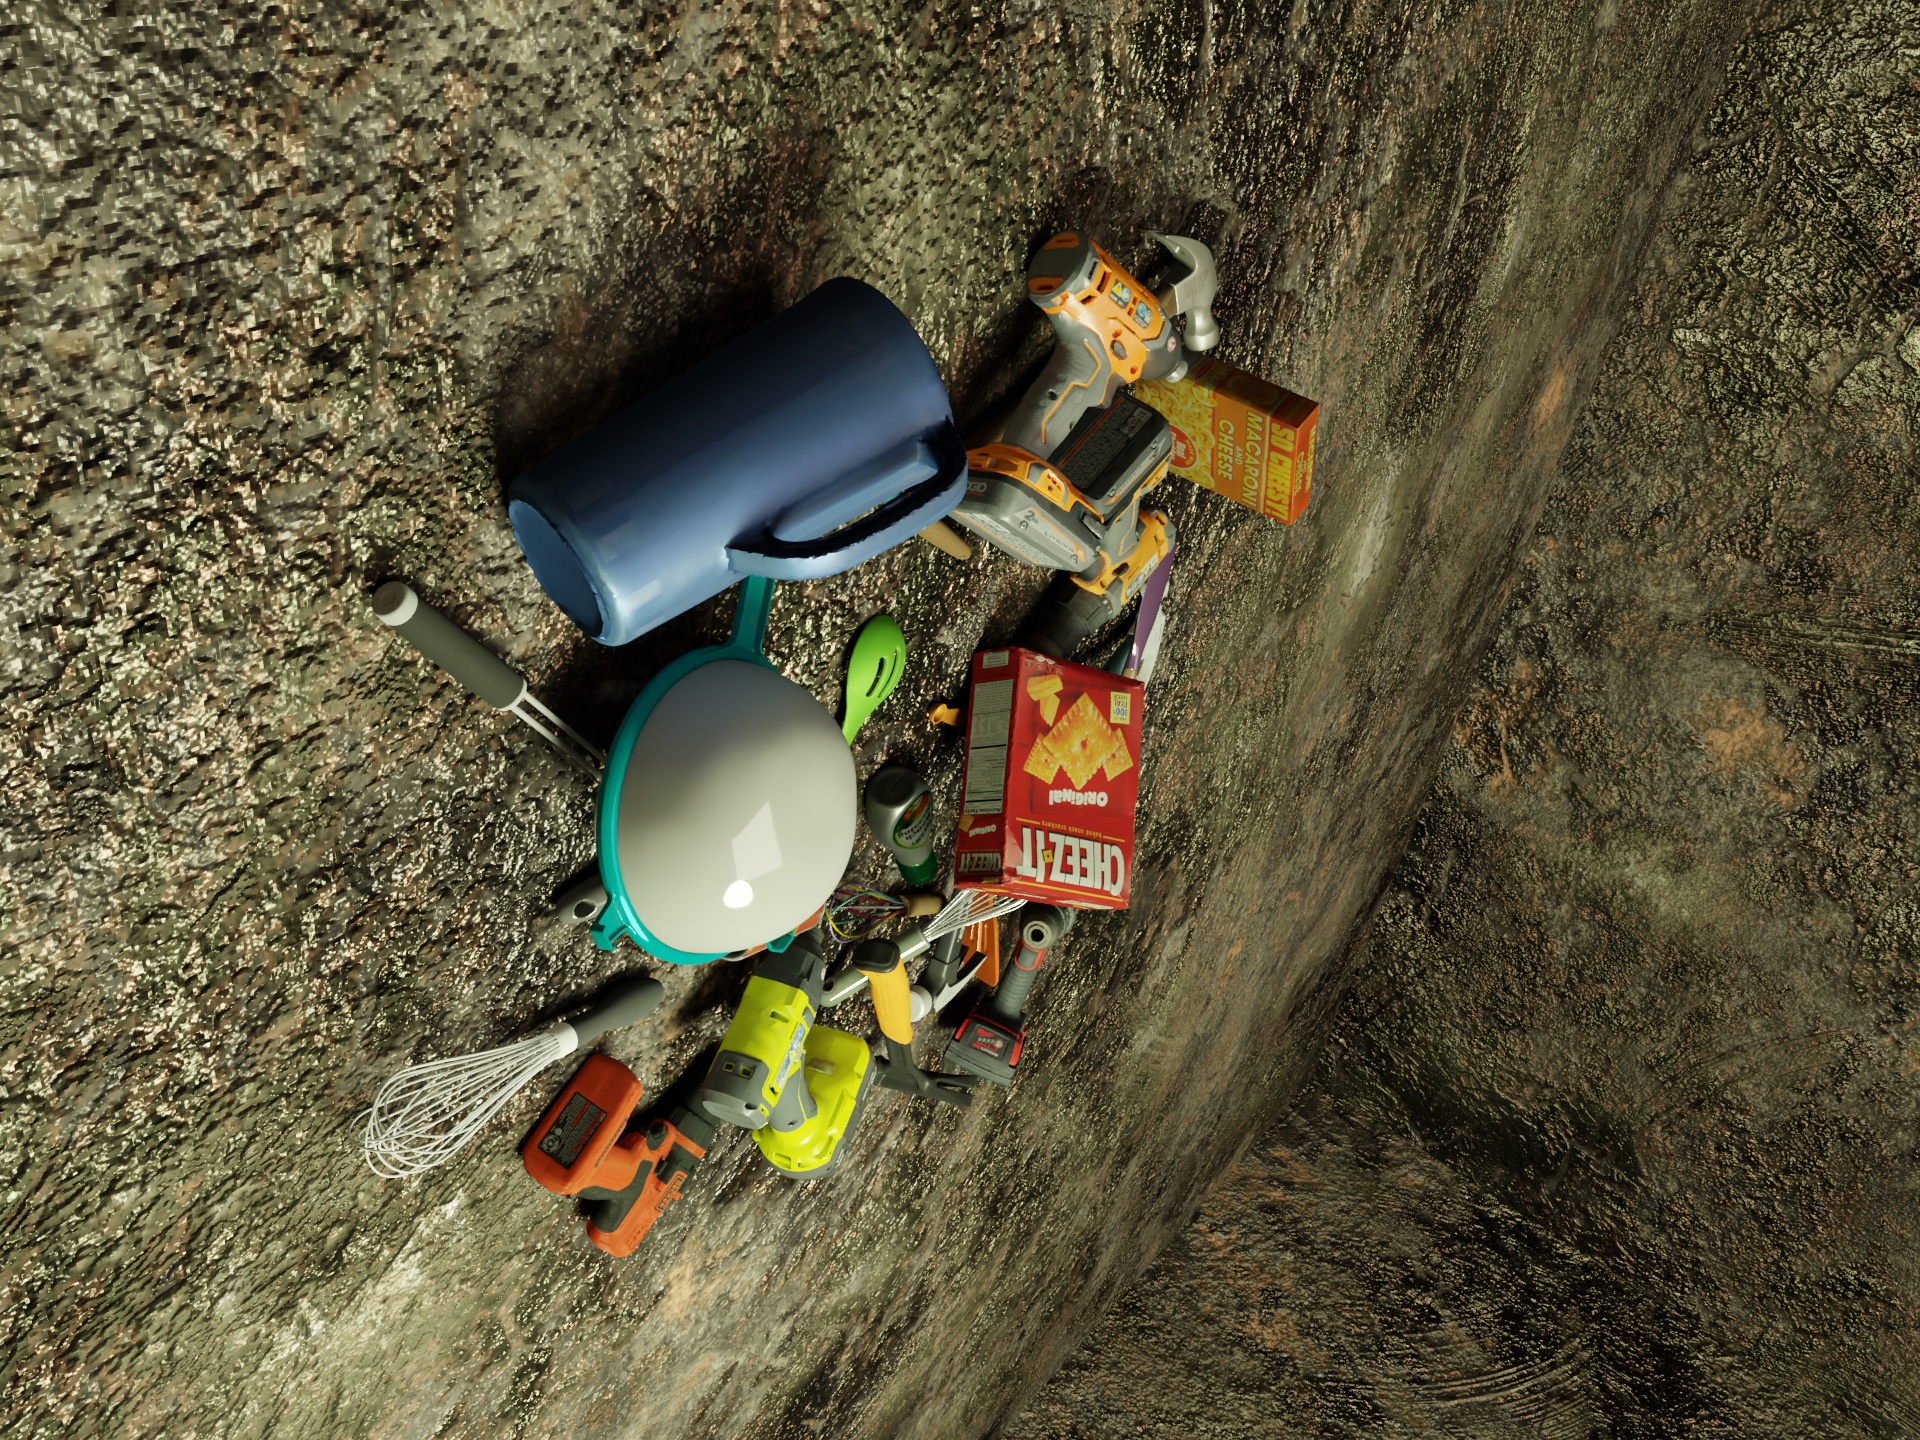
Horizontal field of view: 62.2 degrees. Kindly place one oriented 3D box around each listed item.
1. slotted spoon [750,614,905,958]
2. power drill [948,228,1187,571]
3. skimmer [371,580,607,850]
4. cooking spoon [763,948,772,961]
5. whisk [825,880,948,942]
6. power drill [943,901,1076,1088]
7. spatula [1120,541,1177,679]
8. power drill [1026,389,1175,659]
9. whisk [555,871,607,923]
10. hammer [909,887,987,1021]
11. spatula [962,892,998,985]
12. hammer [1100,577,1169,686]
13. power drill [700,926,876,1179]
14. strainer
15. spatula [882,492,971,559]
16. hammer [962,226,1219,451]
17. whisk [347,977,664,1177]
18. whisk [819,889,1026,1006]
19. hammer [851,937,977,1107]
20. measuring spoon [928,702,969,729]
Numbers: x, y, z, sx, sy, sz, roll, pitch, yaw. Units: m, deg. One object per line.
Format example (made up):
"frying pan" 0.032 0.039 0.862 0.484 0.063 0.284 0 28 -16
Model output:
"slotted spoon" -0.112 0.061 1.297 0.070 0.031 0.313 -4 122 -60
"power drill" 0.091 -0.232 1.212 0.164 0.084 0.226 27 82 -41
"skimmer" -0.225 0.018 0.978 0.127 0.090 0.363 -58 154 -12
"cooking spoon" -0.168 0.304 1.459 0.069 0.017 0.318 -44 151 -39
"whisk" -0.067 0.169 1.477 0.051 0.047 0.245 -52 160 11
"power drill" 0.062 0.278 1.721 0.188 0.080 0.226 -40 153 -78
"spatula" 0.161 -0.027 1.575 0.059 0.018 0.316 -2 110 -66
"power drill" 0.117 -0.161 1.415 0.185 0.084 0.226 -49 156 -16
"whisk" -0.196 0.094 1.167 0.239 0.055 0.055 -27 139 -41
"hammer" 0.018 0.123 1.545 0.146 0.035 0.334 -20 128 -65
"spatula" 0.072 0.116 1.654 0.041 0.081 0.322 25 91 -31
"hammer" 0.120 -0.015 1.563 0.331 0.033 0.128 -47 150 -42
"power drill" -0.141 0.291 1.370 0.223 0.080 0.171 76 32 -55
"strainer" -0.117 -0.003 1.030 0.210 0.095 0.340 15 84 -58
"spatula" -0.037 -0.141 1.154 0.082 0.044 0.317 -18 171 14
"hammer" 0.098 -0.286 1.283 0.331 0.031 0.129 -42 138 -25
"whisk" -0.305 0.237 1.115 0.284 0.070 0.070 -24 137 -58
"whisk" -0.028 0.196 1.477 0.246 0.058 0.059 -32 132 1
"hammer" -0.053 0.283 1.477 0.336 0.127 0.034 85 19 -59
"measuring spoon" -0.002 -0.005 1.444 0.021 0.011 0.117 -63 157 8
